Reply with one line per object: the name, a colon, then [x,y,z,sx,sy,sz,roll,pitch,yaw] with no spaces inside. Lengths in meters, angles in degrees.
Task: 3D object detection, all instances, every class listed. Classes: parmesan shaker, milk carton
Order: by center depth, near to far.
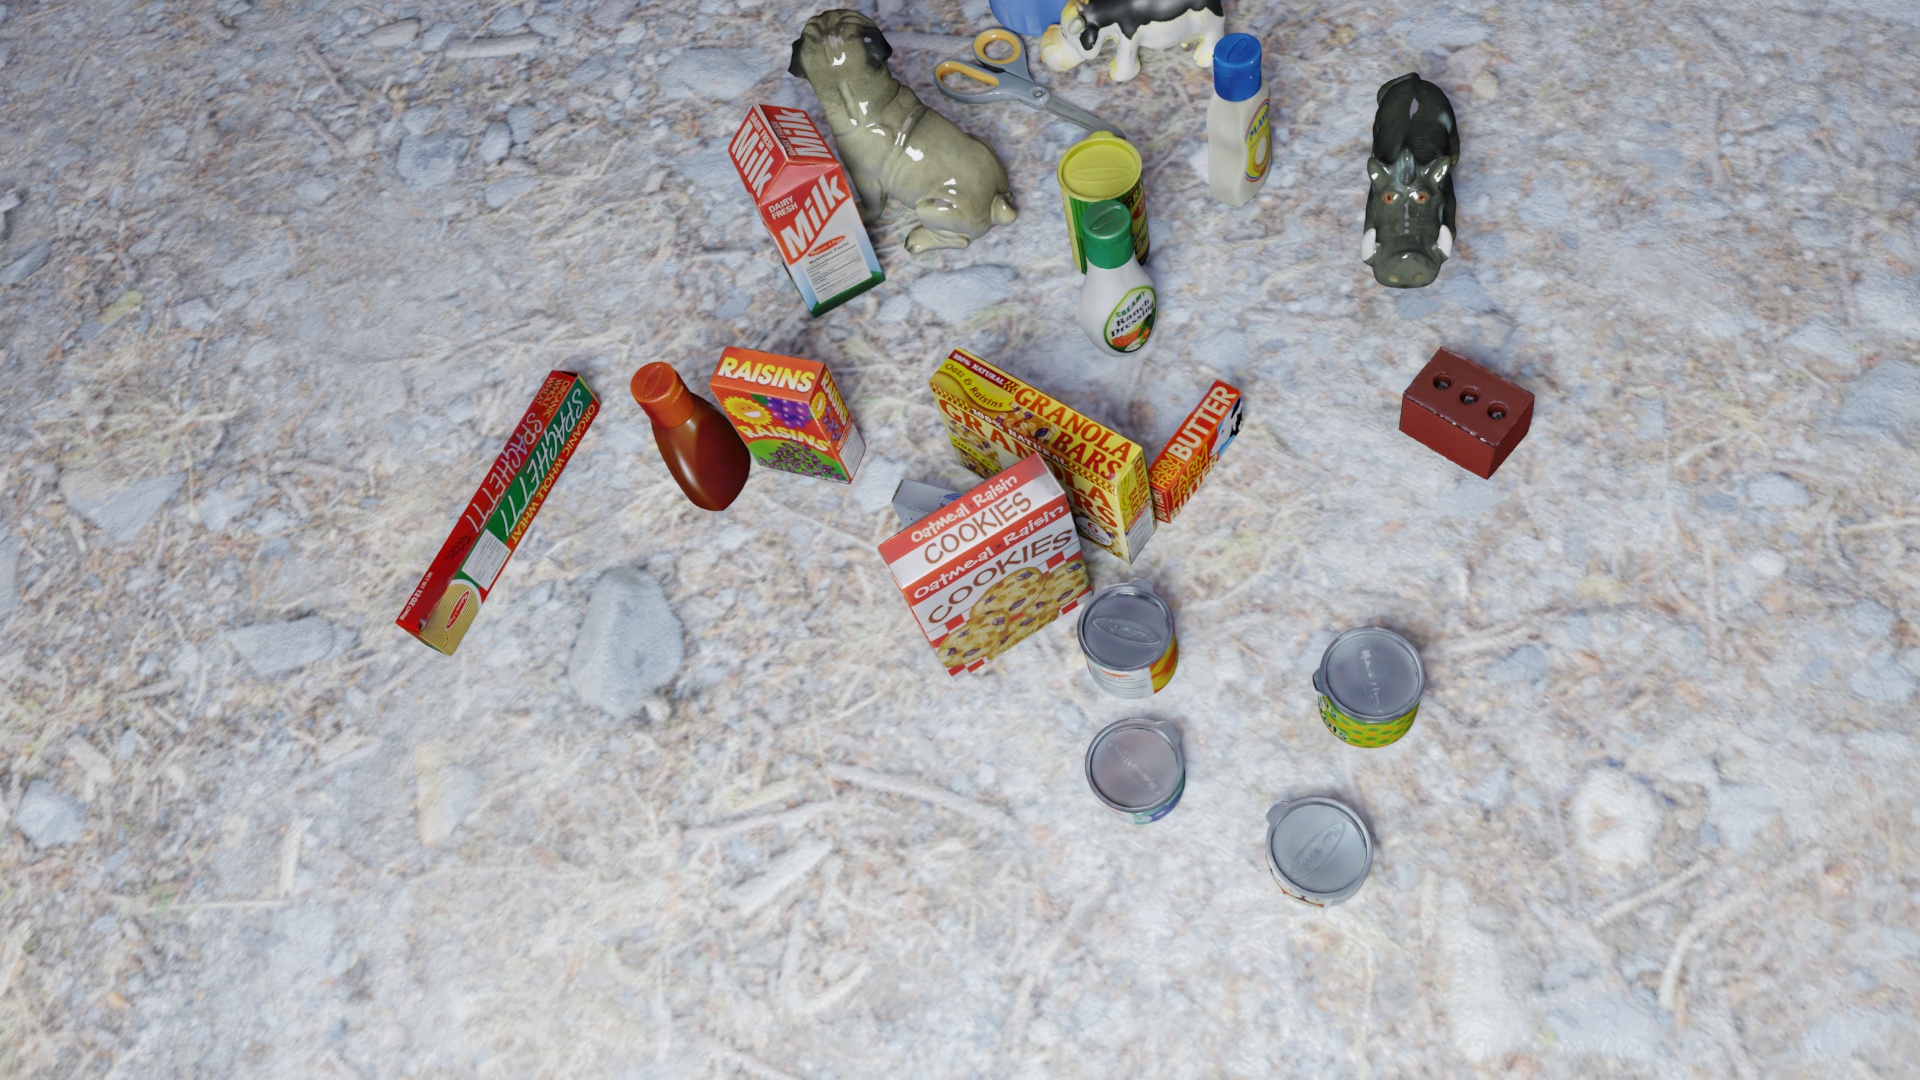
parmesan shaker: [0.118,-0.268,1.122,0.071,0.102,0.071,-5,62,10]
milk carton: [-0.128,-0.275,1.128,0.073,0.189,0.072,-29,61,-3]

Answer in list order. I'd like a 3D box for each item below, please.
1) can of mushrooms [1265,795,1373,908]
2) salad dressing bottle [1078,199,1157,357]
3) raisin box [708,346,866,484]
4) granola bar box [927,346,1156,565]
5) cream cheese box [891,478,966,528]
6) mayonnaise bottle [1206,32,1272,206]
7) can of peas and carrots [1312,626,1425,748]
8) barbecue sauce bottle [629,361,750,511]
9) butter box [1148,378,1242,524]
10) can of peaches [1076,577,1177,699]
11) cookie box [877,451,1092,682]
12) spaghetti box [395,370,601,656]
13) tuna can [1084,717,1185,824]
can of mushrooms: [0.228,0.199,0.893,0.071,0.033,0.071,-5,62,10]
salad dressing bottle: [0.117,-0.198,1.059,0.064,0.147,0.044,-37,62,-7]
raisin box: [-0.131,-0.096,1.074,0.086,0.123,0.040,13,67,18]
granola bar box: [0.062,-0.062,1.013,0.166,0.123,0.039,32,74,25]
cream cheese box: [0.004,-0.013,1.041,0.104,0.053,0.024,16,68,19]
mayonnaise bottle: [0.222,-0.336,1.109,0.041,0.147,0.065,27,72,23]
can of peas and carrots: [0.269,0.099,0.922,0.071,0.058,0.071,-5,62,10]
barbecue sauce bottle: [-0.208,-0.082,1.069,0.044,0.148,0.065,13,67,18]
butter box: [0.173,-0.065,1.032,0.024,0.053,0.104,32,73,25]
can of peaches: [0.119,0.069,0.970,0.071,0.058,0.071,-5,62,10]
cookie box: [0.021,0.022,0.954,0.123,0.166,0.040,-31,61,-5]
spaghetti box: [-0.372,-0.027,1.132,0.029,0.050,0.251,17,68,20]
tuna can: [0.120,0.155,0.940,0.071,0.032,0.071,-5,62,10]
